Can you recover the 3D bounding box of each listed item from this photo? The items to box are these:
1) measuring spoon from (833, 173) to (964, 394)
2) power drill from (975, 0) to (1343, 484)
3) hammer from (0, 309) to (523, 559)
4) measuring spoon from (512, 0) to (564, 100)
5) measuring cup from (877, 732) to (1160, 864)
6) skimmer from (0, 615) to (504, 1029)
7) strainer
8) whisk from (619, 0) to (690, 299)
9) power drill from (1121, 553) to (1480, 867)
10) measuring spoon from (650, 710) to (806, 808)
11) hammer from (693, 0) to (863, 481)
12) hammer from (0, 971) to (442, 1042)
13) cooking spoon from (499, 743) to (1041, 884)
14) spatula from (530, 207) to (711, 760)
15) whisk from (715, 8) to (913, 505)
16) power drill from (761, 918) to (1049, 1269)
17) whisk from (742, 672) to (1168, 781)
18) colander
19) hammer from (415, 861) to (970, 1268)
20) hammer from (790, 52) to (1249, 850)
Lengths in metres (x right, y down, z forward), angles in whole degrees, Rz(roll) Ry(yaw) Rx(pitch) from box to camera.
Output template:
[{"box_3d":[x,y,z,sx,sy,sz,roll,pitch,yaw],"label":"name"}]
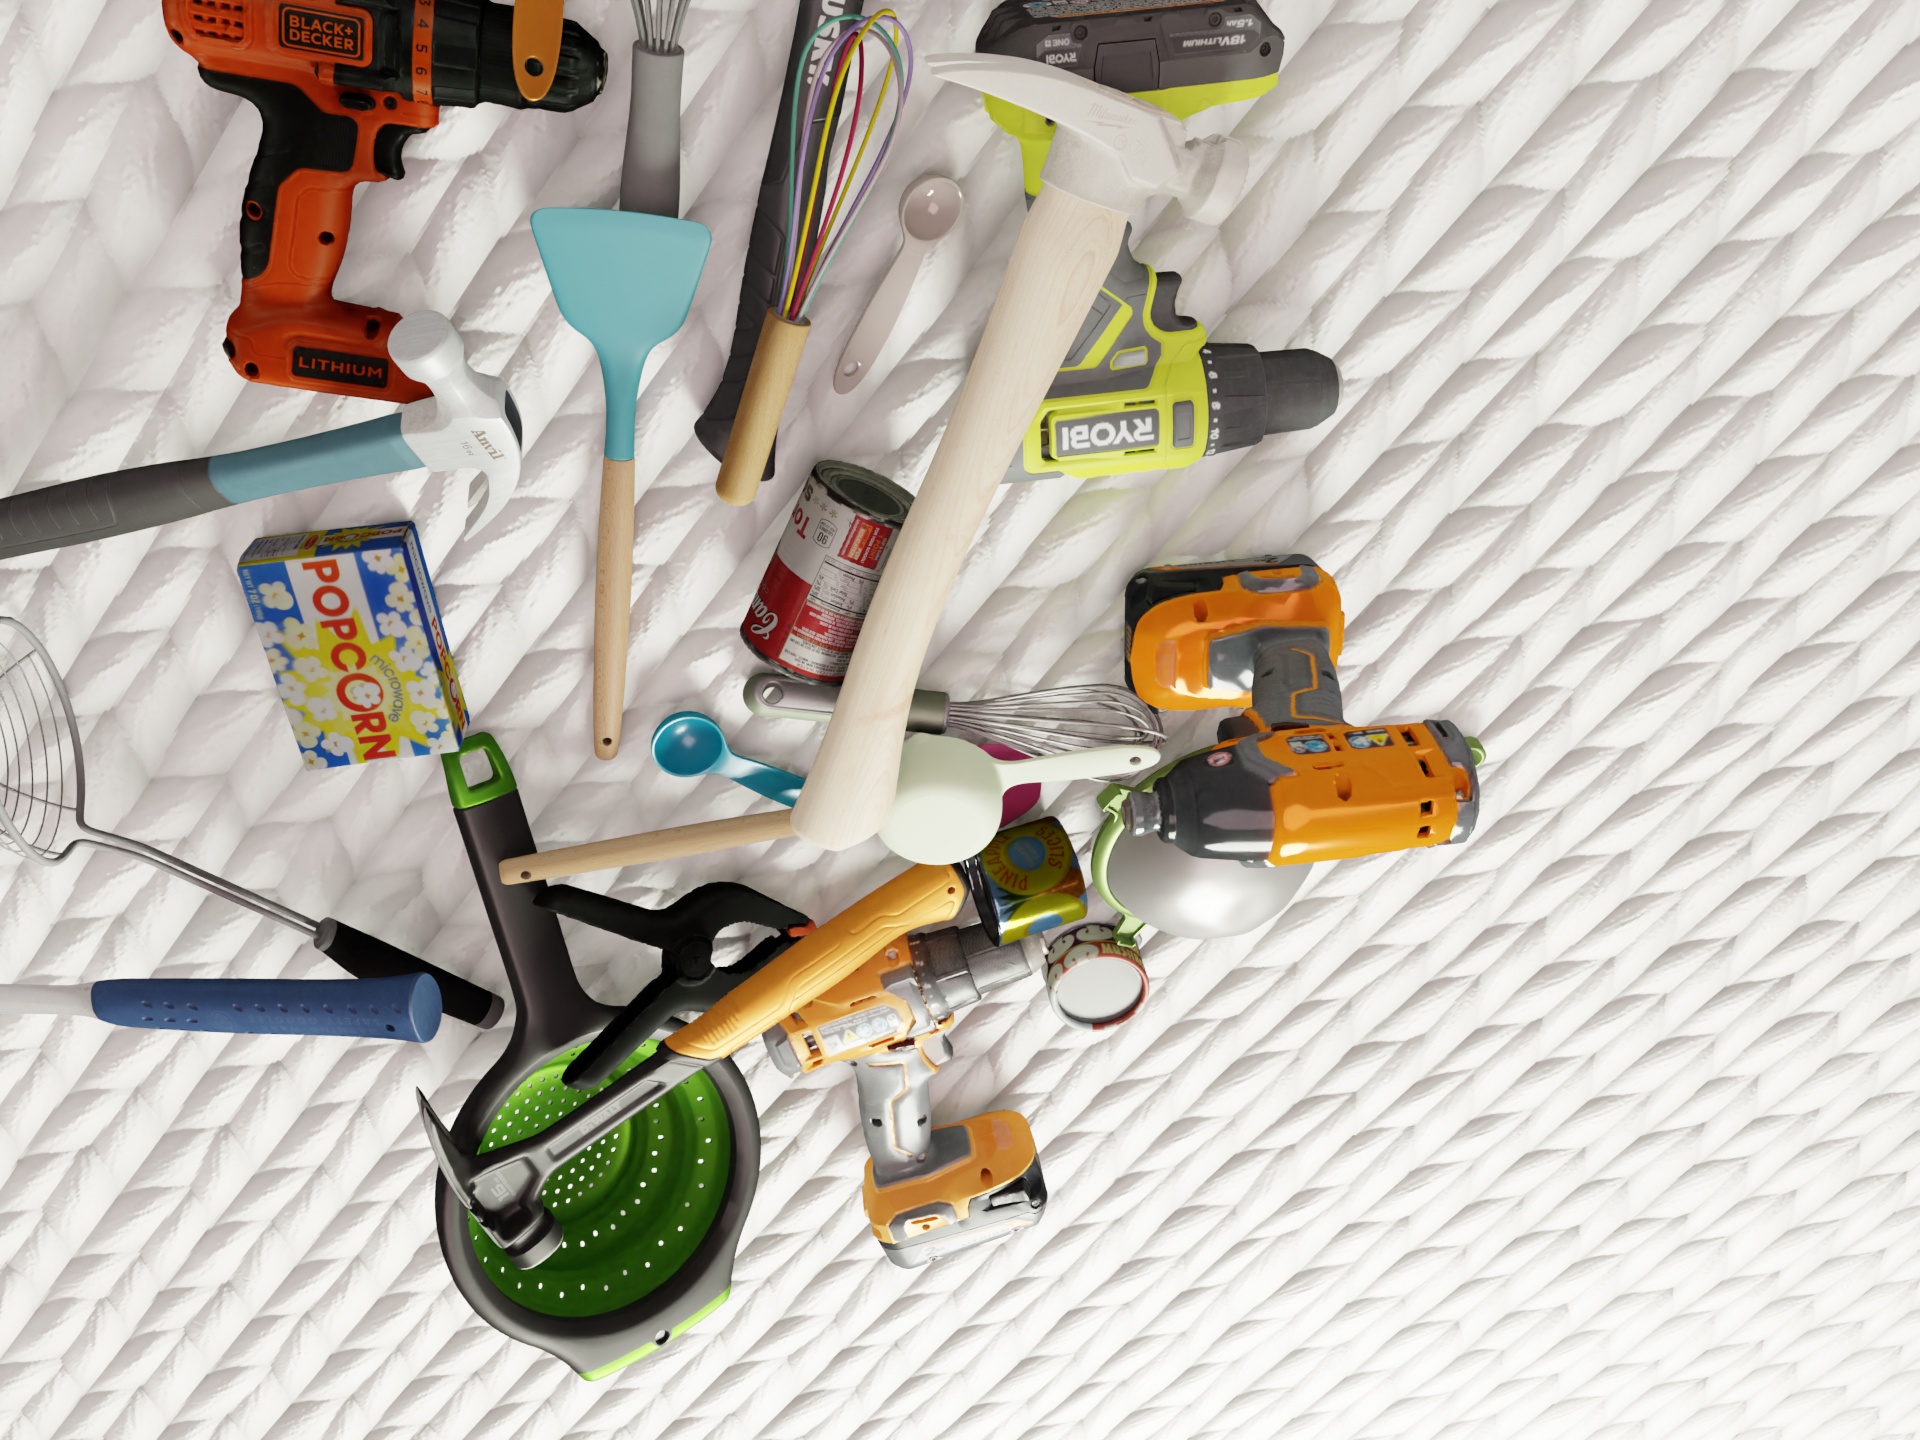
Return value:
[{"box_3d":[-0.037,-0.219,0.799,0.034,0.018,0.124,3,130,-41],"label":"measuring spoon"},{"box_3d":[0.096,-0.229,0.776,0.190,0.080,0.228,-7,123,-4],"label":"power drill"},{"box_3d":[-0.367,-0.114,0.767,0.331,0.033,0.128,-10,152,10],"label":"hammer"},{"box_3d":[-0.182,-0.326,0.689,0.021,0.011,0.117,4,91,-25],"label":"measuring spoon"},{"box_3d":[0.030,0.042,0.894,0.167,0.038,0.083,-9,130,10],"label":"measuring cup"},{"box_3d":[-0.388,0.076,0.879,0.090,0.127,0.363,-43,126,15],"label":"skimmer"},{"box_3d":[0.208,0.072,0.954,0.256,0.069,0.151,-17,136,-6],"label":"strainer"},{"box_3d":[-0.137,-0.298,0.708,0.055,0.055,0.238,4,130,-10],"label":"whisk"},{"box_3d":[0.148,-0.005,0.824,0.164,0.227,0.084,-6,120,-4],"label":"power drill"},{"box_3d":[-0.123,0.026,0.931,0.128,0.021,0.042,26,113,-31],"label":"measuring spoon"},{"box_3d":[-0.069,-0.271,0.752,0.146,0.035,0.334,10,118,-12],"label":"hammer"},{"box_3d":[-0.491,0.162,0.896,0.405,0.035,0.144,0,122,7],"label":"hammer"},{"box_3d":[-0.104,0.060,0.925,0.319,0.017,0.068,-10,125,-13],"label":"cooking spoon"},{"box_3d":[-0.180,-0.109,0.824,0.082,0.044,0.317,2,121,-12],"label":"spatula"},{"box_3d":[-0.076,-0.209,0.743,0.051,0.047,0.244,14,121,-15],"label":"whisk"},{"box_3d":[-0.010,0.231,1.029,0.185,0.084,0.226,-20,116,2],"label":"power drill"},{"box_3d":[-0.001,-0.003,0.911,0.246,0.059,0.058,6,81,-7],"label":"whisk"},{"box_3d":[-0.253,0.195,0.967,0.204,0.094,0.397,-22,106,-33],"label":"colander"},{"box_3d":[-0.139,0.171,0.915,0.337,0.034,0.127,-33,122,-16],"label":"hammer"},{"box_3d":[-0.014,-0.105,0.772,0.146,0.038,0.410,14,120,-18],"label":"hammer"}]
